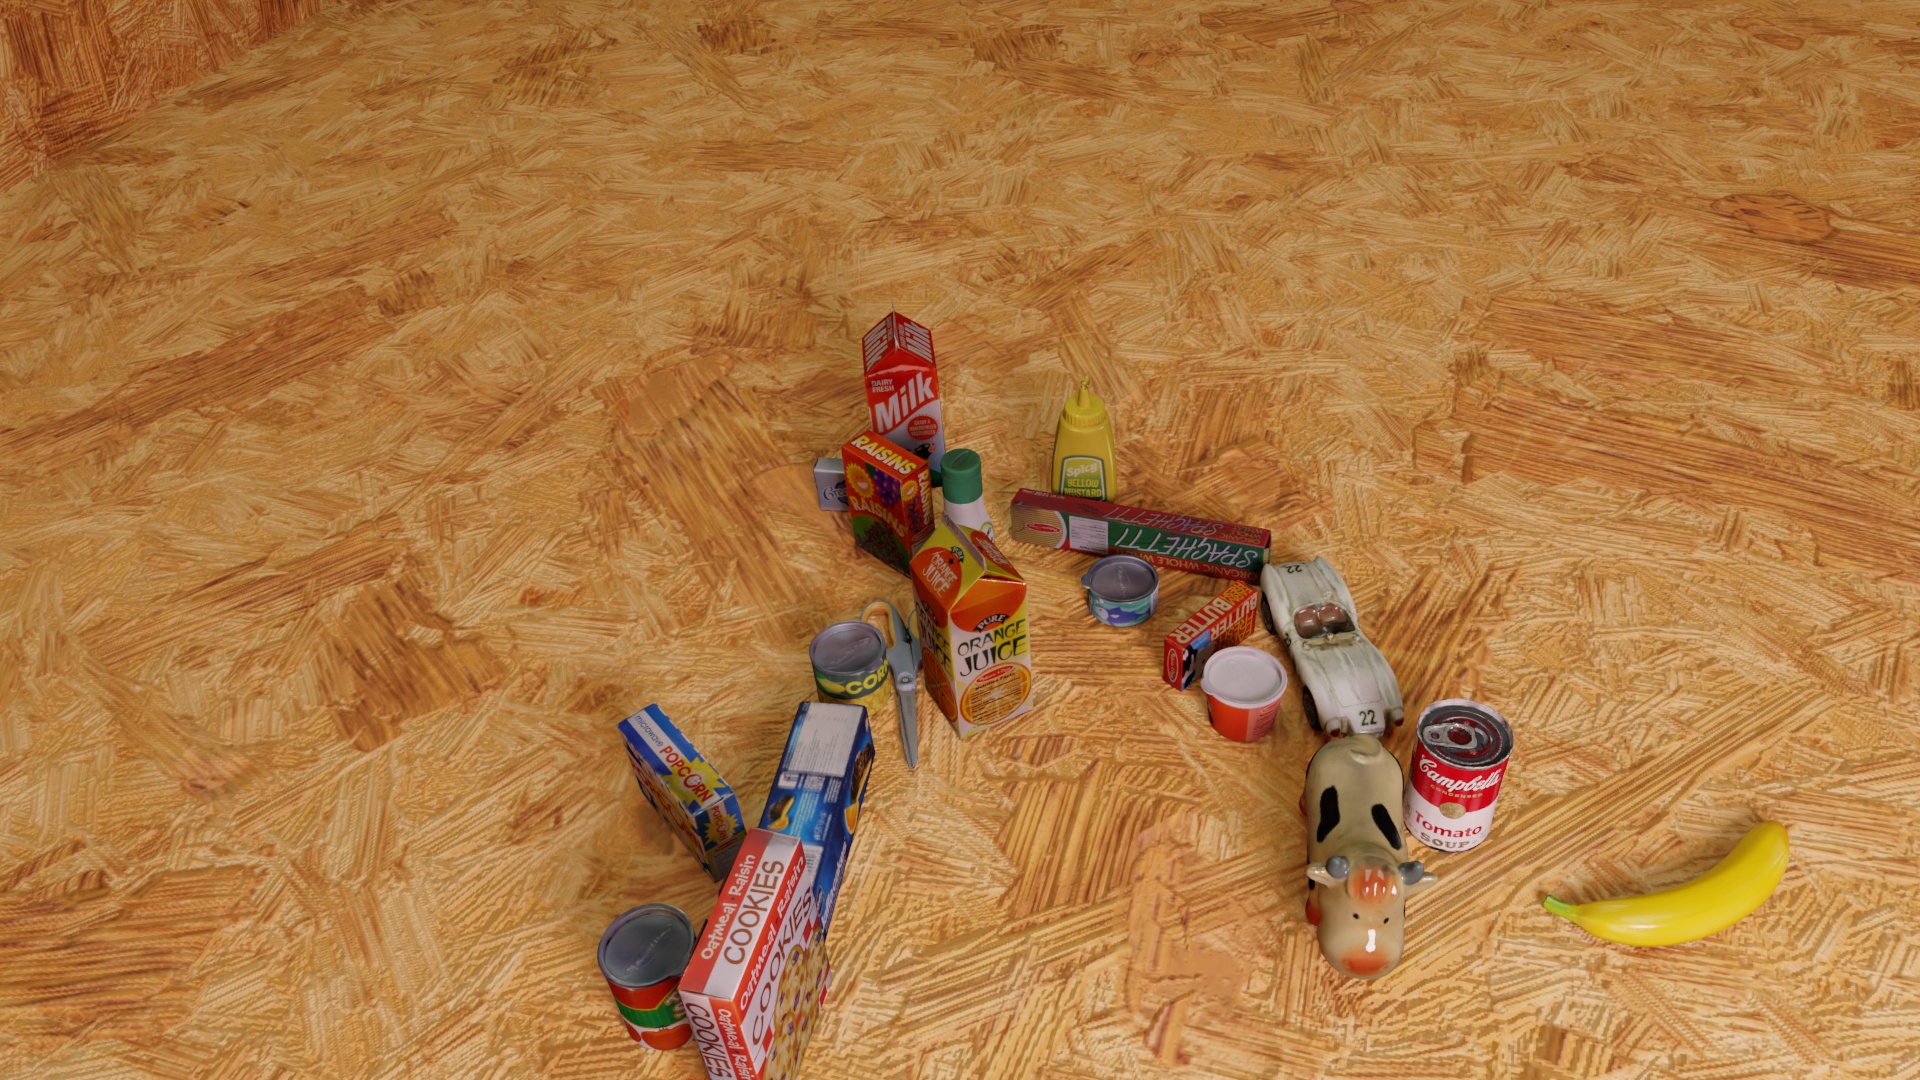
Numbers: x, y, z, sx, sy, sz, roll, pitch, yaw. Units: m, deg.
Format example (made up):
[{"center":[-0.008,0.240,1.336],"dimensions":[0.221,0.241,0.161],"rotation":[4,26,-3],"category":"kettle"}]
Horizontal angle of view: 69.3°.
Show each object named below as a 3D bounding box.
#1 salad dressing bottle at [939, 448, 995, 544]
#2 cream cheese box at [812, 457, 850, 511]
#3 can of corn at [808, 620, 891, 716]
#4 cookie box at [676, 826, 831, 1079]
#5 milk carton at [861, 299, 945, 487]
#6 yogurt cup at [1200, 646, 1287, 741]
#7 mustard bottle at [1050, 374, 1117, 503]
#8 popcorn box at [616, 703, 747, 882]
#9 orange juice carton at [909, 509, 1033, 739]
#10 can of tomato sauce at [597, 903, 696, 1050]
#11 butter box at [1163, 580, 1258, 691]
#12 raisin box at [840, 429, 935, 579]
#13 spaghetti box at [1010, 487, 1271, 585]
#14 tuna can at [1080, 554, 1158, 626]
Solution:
[{"center":[0.005,-0.016,1.278],"dimensions":[0.044,0.146,0.064],"rotation":[19,46,26],"category":"salad dressing bottle"},{"center":[-0.095,-0.055,1.407],"dimensions":[0.104,0.053,0.024],"rotation":[4,41,11],"category":"cream cheese box"},{"center":[-0.093,0.114,1.204],"dimensions":[0.071,0.058,0.071],"rotation":[-3,40,3],"category":"can of corn"},{"center":[-0.132,0.291,0.916],"dimensions":[0.040,0.166,0.123],"rotation":[6,41,13],"category":"cookie box"},{"center":[-0.058,-0.145,1.404],"dimensions":[0.073,0.189,0.073],"rotation":[-7,40,-1],"category":"milk carton"},{"center":[0.235,0.130,1.154],"dimensions":[0.072,0.053,0.073],"rotation":[-3,40,3],"category":"yogurt cup"},{"center":[0.119,-0.091,1.344],"dimensions":[0.065,0.159,0.049],"rotation":[1,41,7],"category":"mustard bottle"},{"center":[-0.218,0.198,1.098],"dimensions":[0.038,0.084,0.127],"rotation":[-30,46,-26],"category":"popcorn box"},{"center":[0.009,0.066,1.146],"dimensions":[0.073,0.191,0.072],"rotation":[-21,43,-18],"category":"orange juice carton"},{"center":[-0.209,0.306,0.971],"dimensions":[0.071,0.082,0.071],"rotation":[-3,40,3],"category":"can of tomato sauce"},{"center":[0.218,0.082,1.212],"dimensions":[0.104,0.052,0.024],"rotation":[-33,48,-29],"category":"butter box"},{"center":[-0.066,-0.034,1.326],"dimensions":[0.040,0.122,0.086],"rotation":[-35,48,-30],"category":"raisin box"},{"center":[0.170,-0.004,1.321],"dimensions":[0.250,0.050,0.029],"rotation":[10,43,18],"category":"spaghetti box"},{"center":[0.146,0.046,1.278],"dimensions":[0.071,0.032,0.071],"rotation":[-3,40,3],"category":"tuna can"}]
